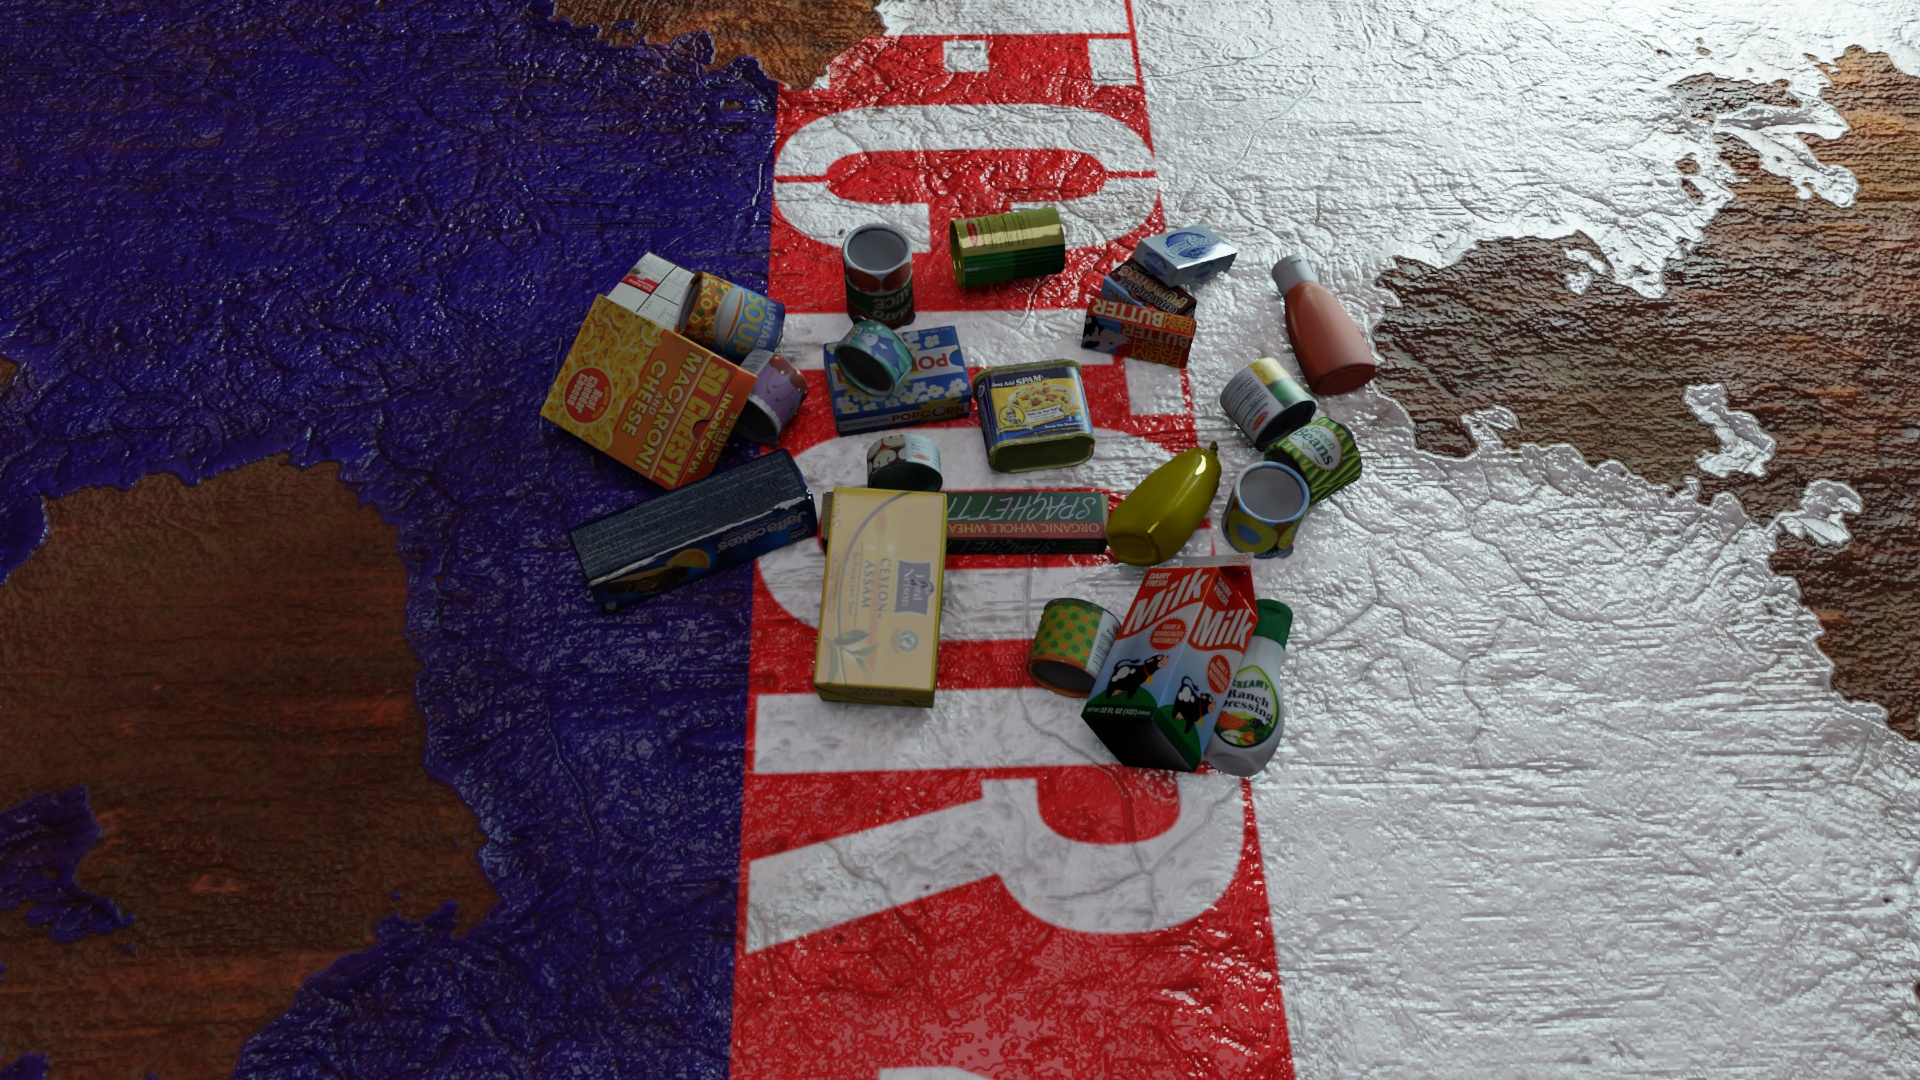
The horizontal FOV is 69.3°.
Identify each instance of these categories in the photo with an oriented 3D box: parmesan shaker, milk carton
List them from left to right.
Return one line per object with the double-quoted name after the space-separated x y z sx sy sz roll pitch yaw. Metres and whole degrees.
0.046 -0.284 1.359 0.103 0.071 0.071 -9 59 -7 "parmesan shaker"
0.176 0.085 1.114 0.072 0.073 0.191 -5 46 44 "milk carton"

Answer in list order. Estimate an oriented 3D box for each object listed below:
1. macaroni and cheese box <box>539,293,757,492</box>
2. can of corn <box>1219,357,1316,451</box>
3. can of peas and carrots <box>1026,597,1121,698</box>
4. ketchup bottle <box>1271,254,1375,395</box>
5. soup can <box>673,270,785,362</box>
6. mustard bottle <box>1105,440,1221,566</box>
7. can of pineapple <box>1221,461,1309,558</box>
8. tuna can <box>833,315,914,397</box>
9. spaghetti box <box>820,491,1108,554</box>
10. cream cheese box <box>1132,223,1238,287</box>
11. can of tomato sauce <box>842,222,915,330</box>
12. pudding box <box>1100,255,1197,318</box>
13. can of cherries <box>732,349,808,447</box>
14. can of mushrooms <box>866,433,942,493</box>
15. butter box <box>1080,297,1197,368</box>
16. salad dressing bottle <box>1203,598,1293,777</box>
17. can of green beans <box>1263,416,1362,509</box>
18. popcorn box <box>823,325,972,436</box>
-0.278 -0.128 1.229 0.167 0.040 0.123 29 94 22 "macaroni and cheese box"
0.281 -0.124 1.267 0.071 0.070 0.058 -26 62 -16 "can of corn"
0.090 0.088 1.132 0.071 0.070 0.059 15 60 8 "can of peas and carrots"
0.341 -0.210 1.332 0.065 0.043 0.149 -11 59 -9 "ketchup bottle"
-0.212 -0.203 1.281 0.084 0.071 0.071 19 54 -26 "soup can"
0.190 -0.039 1.214 0.065 0.048 0.161 4 38 43 "mustard bottle"
0.267 -0.026 1.209 0.071 0.057 0.071 1 59 -1 "can of pineapple"
-0.079 -0.163 1.233 0.071 0.070 0.033 28 63 15 "tuna can"
0.004 -0.015 1.214 0.250 0.028 0.050 0 59 -1 "spaghetti box"
0.221 -0.281 1.364 0.104 0.024 0.053 -24 58 -41 "cream cheese box"
-0.077 -0.250 1.324 0.071 0.082 0.071 0 58 0 "can of tomato sauce"
0.183 -0.236 1.352 0.050 0.030 0.084 -38 66 -21 "pudding box"
-0.178 -0.129 1.261 0.071 0.071 0.059 23 60 13 "can of cherries"
-0.051 -0.062 1.221 0.071 0.070 0.033 -3 59 -3 "can of mushrooms"
0.168 -0.196 1.314 0.103 0.053 0.024 13 61 7 "butter box"
0.237 0.117 1.129 0.064 0.043 0.148 13 59 15 "salad dressing bottle"
0.311 -0.068 1.231 0.058 0.071 0.071 -28 63 -17 "can of green beans"
-0.059 -0.149 1.289 0.127 0.038 0.085 -9 58 -6 "popcorn box"
